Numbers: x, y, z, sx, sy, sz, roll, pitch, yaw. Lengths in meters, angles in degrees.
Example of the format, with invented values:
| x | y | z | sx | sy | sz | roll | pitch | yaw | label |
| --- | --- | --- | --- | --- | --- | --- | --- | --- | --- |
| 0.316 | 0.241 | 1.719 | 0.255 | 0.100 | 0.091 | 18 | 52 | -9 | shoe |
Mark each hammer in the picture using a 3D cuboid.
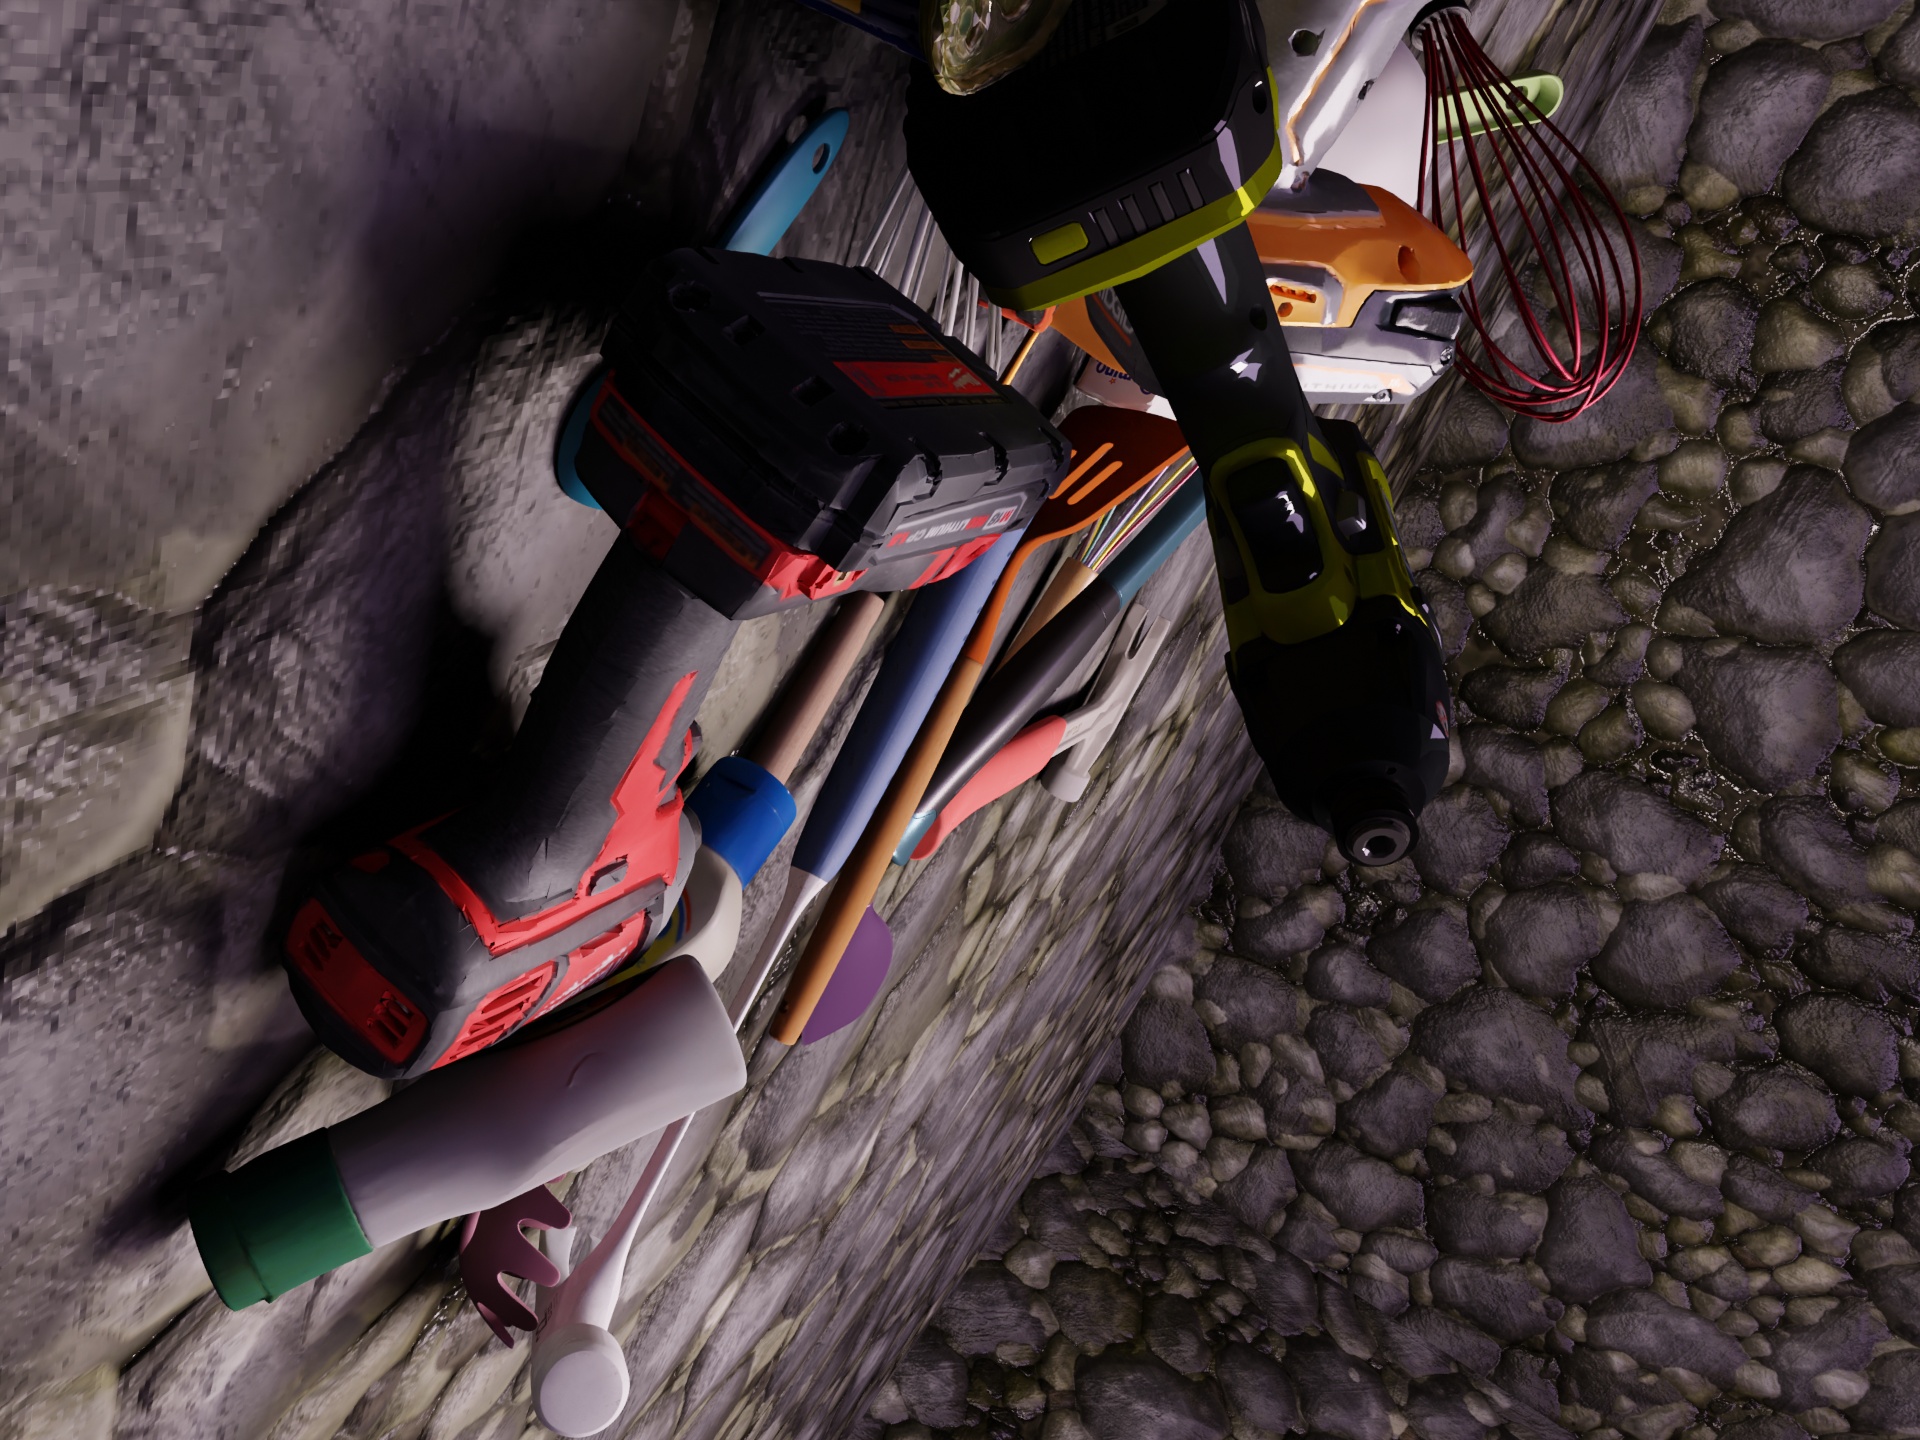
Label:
| x | y | z | sx | sy | sz | roll | pitch | yaw | label |
| --- | --- | --- | --- | --- | --- | --- | --- | --- | --- |
| 0.044 | 0.013 | 0.976 | 0.149 | 0.037 | 0.359 | -64 | 165 | 17 | hammer |
| -0.069 | 0.072 | 0.650 | 0.405 | 0.035 | 0.144 | -63 | -165 | -8 | hammer |
| 0.064 | -0.052 | 0.793 | 0.331 | 0.033 | 0.128 | -47 | 163 | -21 | hammer |

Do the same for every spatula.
| x | y | z | sx | sy | sz | roll | pitch | yaw | label |
| --- | --- | --- | --- | --- | --- | --- | --- | --- | --- |
| -0.001 | -0.002 | 0.703 | 0.041 | 0.081 | 0.322 | 28 | 88 | -43 | spatula |
| -0.047 | 0.075 | 0.822 | 0.060 | 0.018 | 0.315 | -24 | 147 | -30 | spatula |

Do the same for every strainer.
| x | y | z | sx | sy | sz | roll | pitch | yaw | label |
| --- | --- | --- | --- | --- | --- | --- | --- | --- | --- |
| 0.194 | -0.248 | 0.693 | 0.256 | 0.069 | 0.151 | -22 | 133 | -27 | strainer |

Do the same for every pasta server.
| x | y | z | sx | sy | sz | roll | pitch | yaw | label |
| --- | --- | --- | --- | --- | --- | --- | --- | --- | --- |
| -0.108 | 0.089 | 0.617 | 0.316 | 0.040 | 0.060 | -60 | -165 | -6 | pasta server |

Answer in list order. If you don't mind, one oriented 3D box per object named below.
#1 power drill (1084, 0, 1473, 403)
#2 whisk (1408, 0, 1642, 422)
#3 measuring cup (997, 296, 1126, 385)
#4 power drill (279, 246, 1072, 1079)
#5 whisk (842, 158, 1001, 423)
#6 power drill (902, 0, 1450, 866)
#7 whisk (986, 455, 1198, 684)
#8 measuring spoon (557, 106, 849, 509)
| x | y | z | sx | sy | sz | roll | pitch | yaw | label |
| --- | --- | --- | --- | --- | --- | --- | --- | --- | --- |
| 0.144 | -0.214 | 0.491 | 0.185 | 0.084 | 0.226 | -4 | 132 | -20 | power drill |
| 0.187 | -0.245 | 0.601 | 0.073 | 0.073 | 0.296 | 66 | 12 | -72 | whisk |
| 0.053 | -0.145 | 0.627 | 0.173 | 0.052 | 0.095 | -55 | -168 | 18 | measuring cup |
| -0.075 | -0.008 | 0.417 | 0.219 | 0.078 | 0.143 | -52 | 168 | 24 | power drill |
| 0.005 | -0.184 | 0.448 | 0.058 | 0.059 | 0.246 | -34 | 146 | -54 | whisk |
| 0.071 | -0.081 | 0.416 | 0.223 | 0.080 | 0.171 | 57 | 22 | -35 | power drill |
| 0.082 | -0.102 | 0.871 | 0.245 | 0.047 | 0.051 | -57 | 167 | 3 | whisk |
| -0.060 | -0.107 | 0.421 | 0.128 | 0.021 | 0.042 | -56 | 165 | -6 | measuring spoon |
